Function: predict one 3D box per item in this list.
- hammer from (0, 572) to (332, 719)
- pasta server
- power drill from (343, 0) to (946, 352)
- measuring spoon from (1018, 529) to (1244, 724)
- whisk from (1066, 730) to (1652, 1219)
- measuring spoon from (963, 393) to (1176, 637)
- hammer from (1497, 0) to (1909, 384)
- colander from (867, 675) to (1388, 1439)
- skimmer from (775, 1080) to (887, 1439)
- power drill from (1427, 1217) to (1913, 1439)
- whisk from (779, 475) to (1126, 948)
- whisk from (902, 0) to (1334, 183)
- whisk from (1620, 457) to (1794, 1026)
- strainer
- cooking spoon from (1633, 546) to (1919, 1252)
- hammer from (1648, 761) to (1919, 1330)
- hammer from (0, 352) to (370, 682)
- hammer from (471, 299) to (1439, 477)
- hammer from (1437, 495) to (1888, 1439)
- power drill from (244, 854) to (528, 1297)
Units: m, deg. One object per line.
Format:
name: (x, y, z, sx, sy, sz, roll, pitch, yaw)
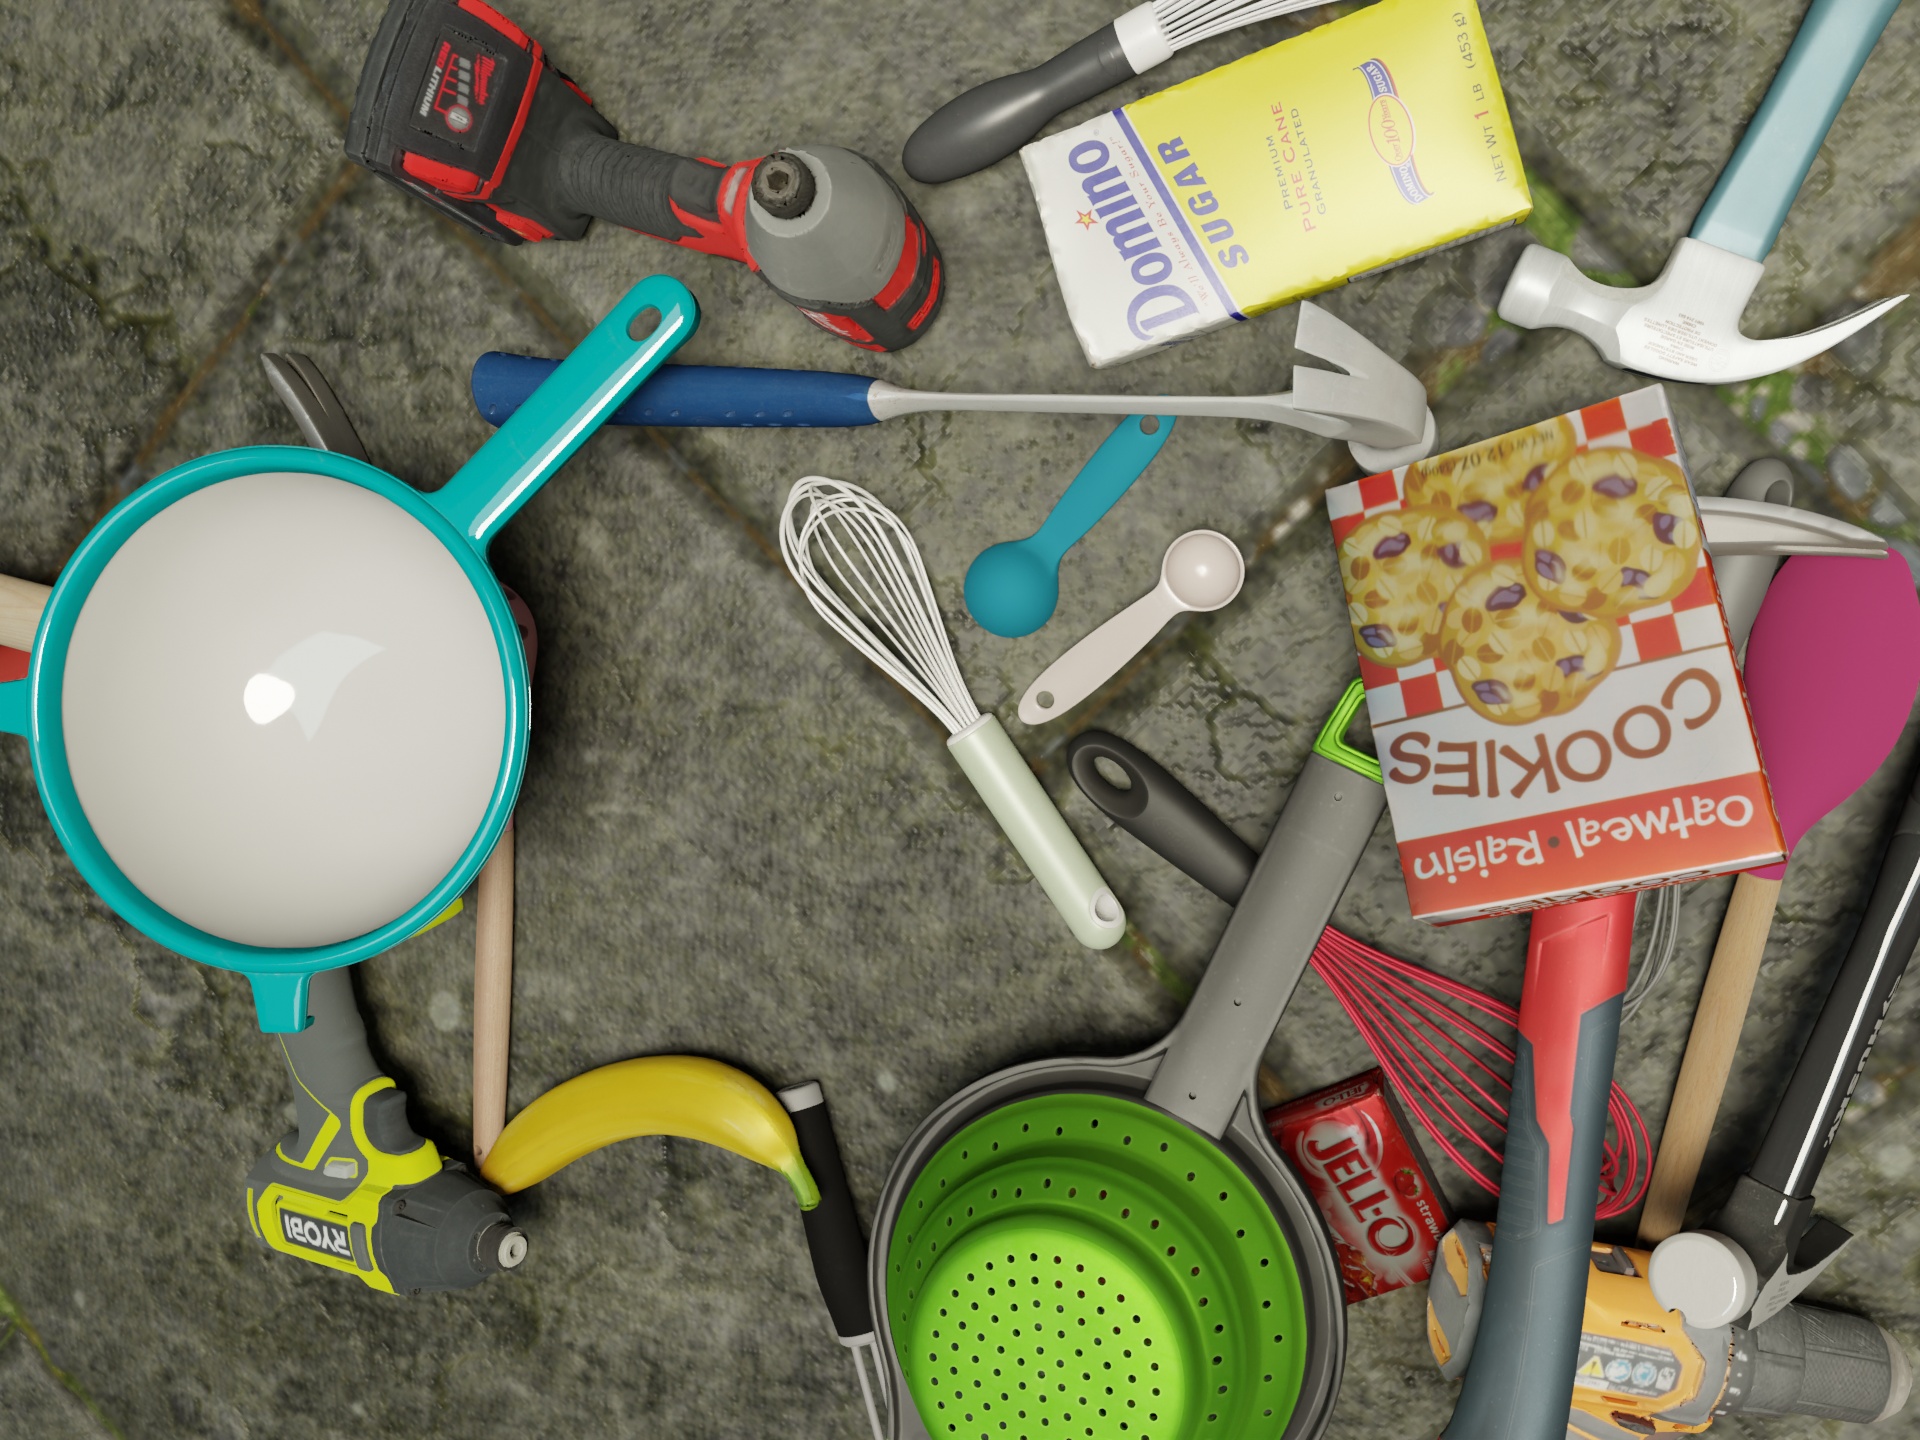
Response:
hammer: (-0.489, -0.052, 0.780, 0.410, 0.038, 0.146, 14, 105, 11)
pasta server: (-0.233, 0.079, 0.775, 0.060, 0.040, 0.316, 15, 107, 33)
power drill: (-0.120, -0.214, 0.631, 0.220, 0.143, 0.078, 22, 95, 12)
measuring spoon: (0.072, -0.038, 0.686, 0.124, 0.018, 0.034, -40, 91, 25)
whisk: (0.160, 0.102, 0.668, 0.296, 0.073, 0.073, 40, 108, 11)
measuring spoon: (0.047, -0.087, 0.675, 0.042, 0.021, 0.128, 42, 108, 4)
hammer: (0.324, -0.275, 0.558, 0.128, 0.033, 0.331, 26, 106, 9)
colander: (0.078, 0.166, 0.615, 0.204, 0.094, 0.397, 26, 96, 17)
skimmer: (-0.025, 0.350, 0.779, 0.127, 0.090, 0.363, -16, 86, 13)
power drill: (0.274, 0.325, 0.661, 0.185, 0.084, 0.226, 9, 103, 2)
whisk: (-0.001, -0.002, 0.697, 0.246, 0.058, 0.059, 56, 143, -4)
whisk: (0.099, -0.278, 0.608, 0.284, 0.070, 0.070, -21, 95, 22)
whisk: (0.278, 0.014, 0.624, 0.055, 0.055, 0.239, 18, 100, 11)
strainer: (-0.224, -0.050, 0.668, 0.340, 0.095, 0.211, -45, 86, 4)
cooking spoon: (0.310, 0.084, 0.629, 0.017, 0.069, 0.318, -4, 110, -28)
hammer: (0.351, 0.065, 0.589, 0.035, 0.146, 0.335, 25, 96, 41)
hammer: (-0.442, -0.050, 0.805, 0.359, 0.037, 0.149, -20, 95, 17)
hammer: (-0.024, -0.130, 0.637, 0.405, 0.144, 0.035, 6, 90, 22)
hammer: (0.240, 0.110, 0.583, 0.143, 0.038, 0.386, 6, 86, 32)
power drill: (-0.288, 0.165, 0.773, 0.171, 0.080, 0.223, 1, 103, 31)
